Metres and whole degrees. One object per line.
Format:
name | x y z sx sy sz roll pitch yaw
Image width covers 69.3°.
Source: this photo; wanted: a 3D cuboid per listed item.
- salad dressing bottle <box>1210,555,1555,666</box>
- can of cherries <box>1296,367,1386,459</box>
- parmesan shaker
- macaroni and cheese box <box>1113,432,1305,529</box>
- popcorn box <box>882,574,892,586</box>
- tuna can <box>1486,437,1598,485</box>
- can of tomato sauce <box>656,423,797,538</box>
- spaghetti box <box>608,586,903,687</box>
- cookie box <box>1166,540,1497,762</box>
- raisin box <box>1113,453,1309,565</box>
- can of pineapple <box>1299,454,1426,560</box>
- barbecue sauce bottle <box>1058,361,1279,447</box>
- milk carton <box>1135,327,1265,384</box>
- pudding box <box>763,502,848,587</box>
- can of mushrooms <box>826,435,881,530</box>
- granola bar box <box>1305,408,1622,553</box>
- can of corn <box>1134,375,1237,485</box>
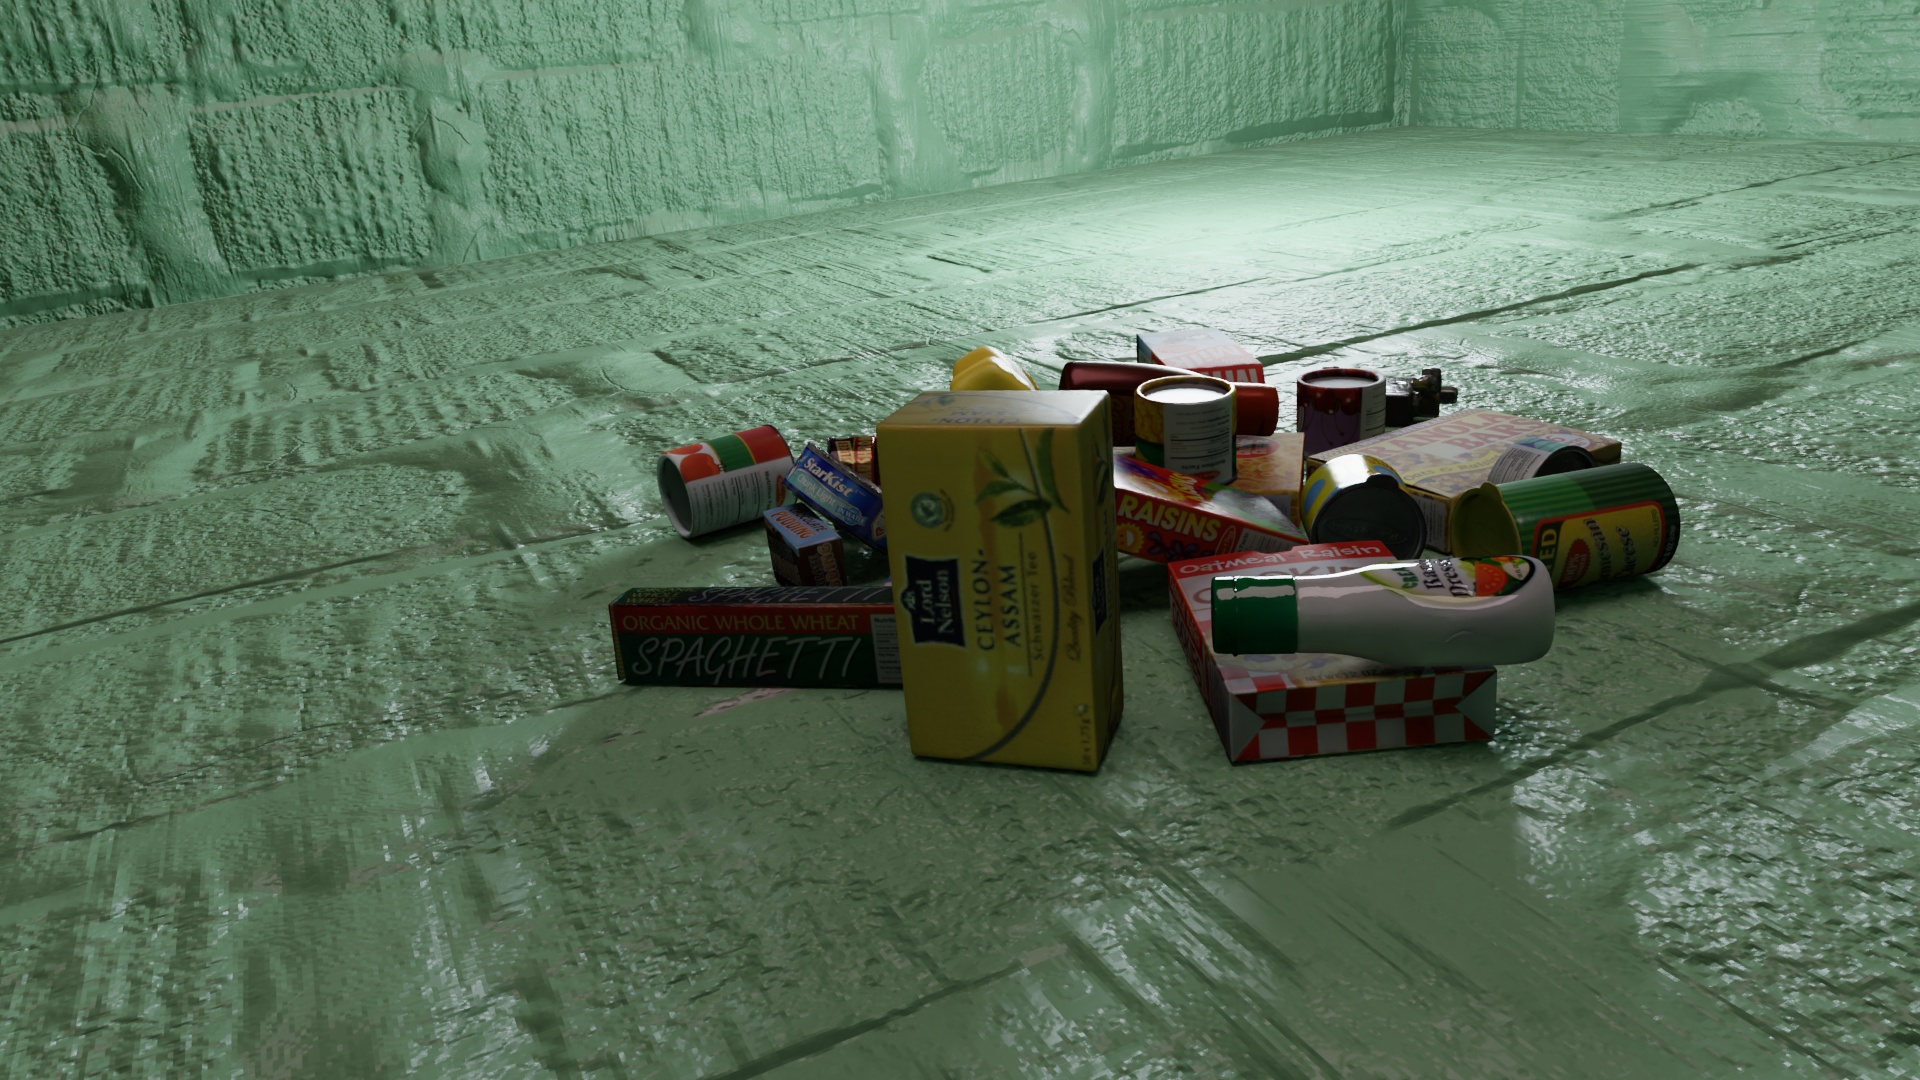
salad dressing bottle | 0.190 0.033 0.637 0.148 0.043 0.064 -2 23 8
can of cherries | 0.284 -0.095 1.048 0.071 0.058 0.072 -4 21 2
parmesan shaker | 0.340 -0.007 0.781 0.103 0.071 0.071 -10 21 -12
macaroni and cheese box | 0.150 -0.038 0.956 0.166 0.040 0.124 1 22 15
popcorn box | 0.023 0.032 0.801 0.127 0.038 0.085 0 20 15
tuna can | 0.354 -0.028 0.843 0.071 0.070 0.033 -15 21 -25
can of tomato sauce | -0.171 -0.044 1.011 0.083 0.071 0.071 -18 24 -29
spaghetti box | -0.070 0.052 0.755 0.250 0.050 0.029 -1 19 13
cookie box | 0.181 0.050 0.710 0.123 0.040 0.168 -5 20 0
raisin box | 0.134 -0.012 0.832 0.123 0.040 0.086 15 18 -12
can of pineapple | 0.239 -0.014 0.827 0.071 0.070 0.058 -3 20 7
barbecue sauce bottle | 0.142 -0.092 0.958 0.149 0.064 0.044 1 52 -4
milk carton | 0.190 -0.114 1.095 0.072 0.073 0.191 -4 19 -1
pudding box | -0.096 0.011 0.870 0.030 0.049 0.084 -14 22 -19
can of mushrooms | -0.074 -0.043 0.979 0.033 0.070 0.071 -3 20 2
granola bar box | 0.335 -0.045 0.929 0.166 0.039 0.124 -16 23 -27
can of corn | 0.145 -0.072 0.904 0.071 0.058 0.071 -4 22 2
